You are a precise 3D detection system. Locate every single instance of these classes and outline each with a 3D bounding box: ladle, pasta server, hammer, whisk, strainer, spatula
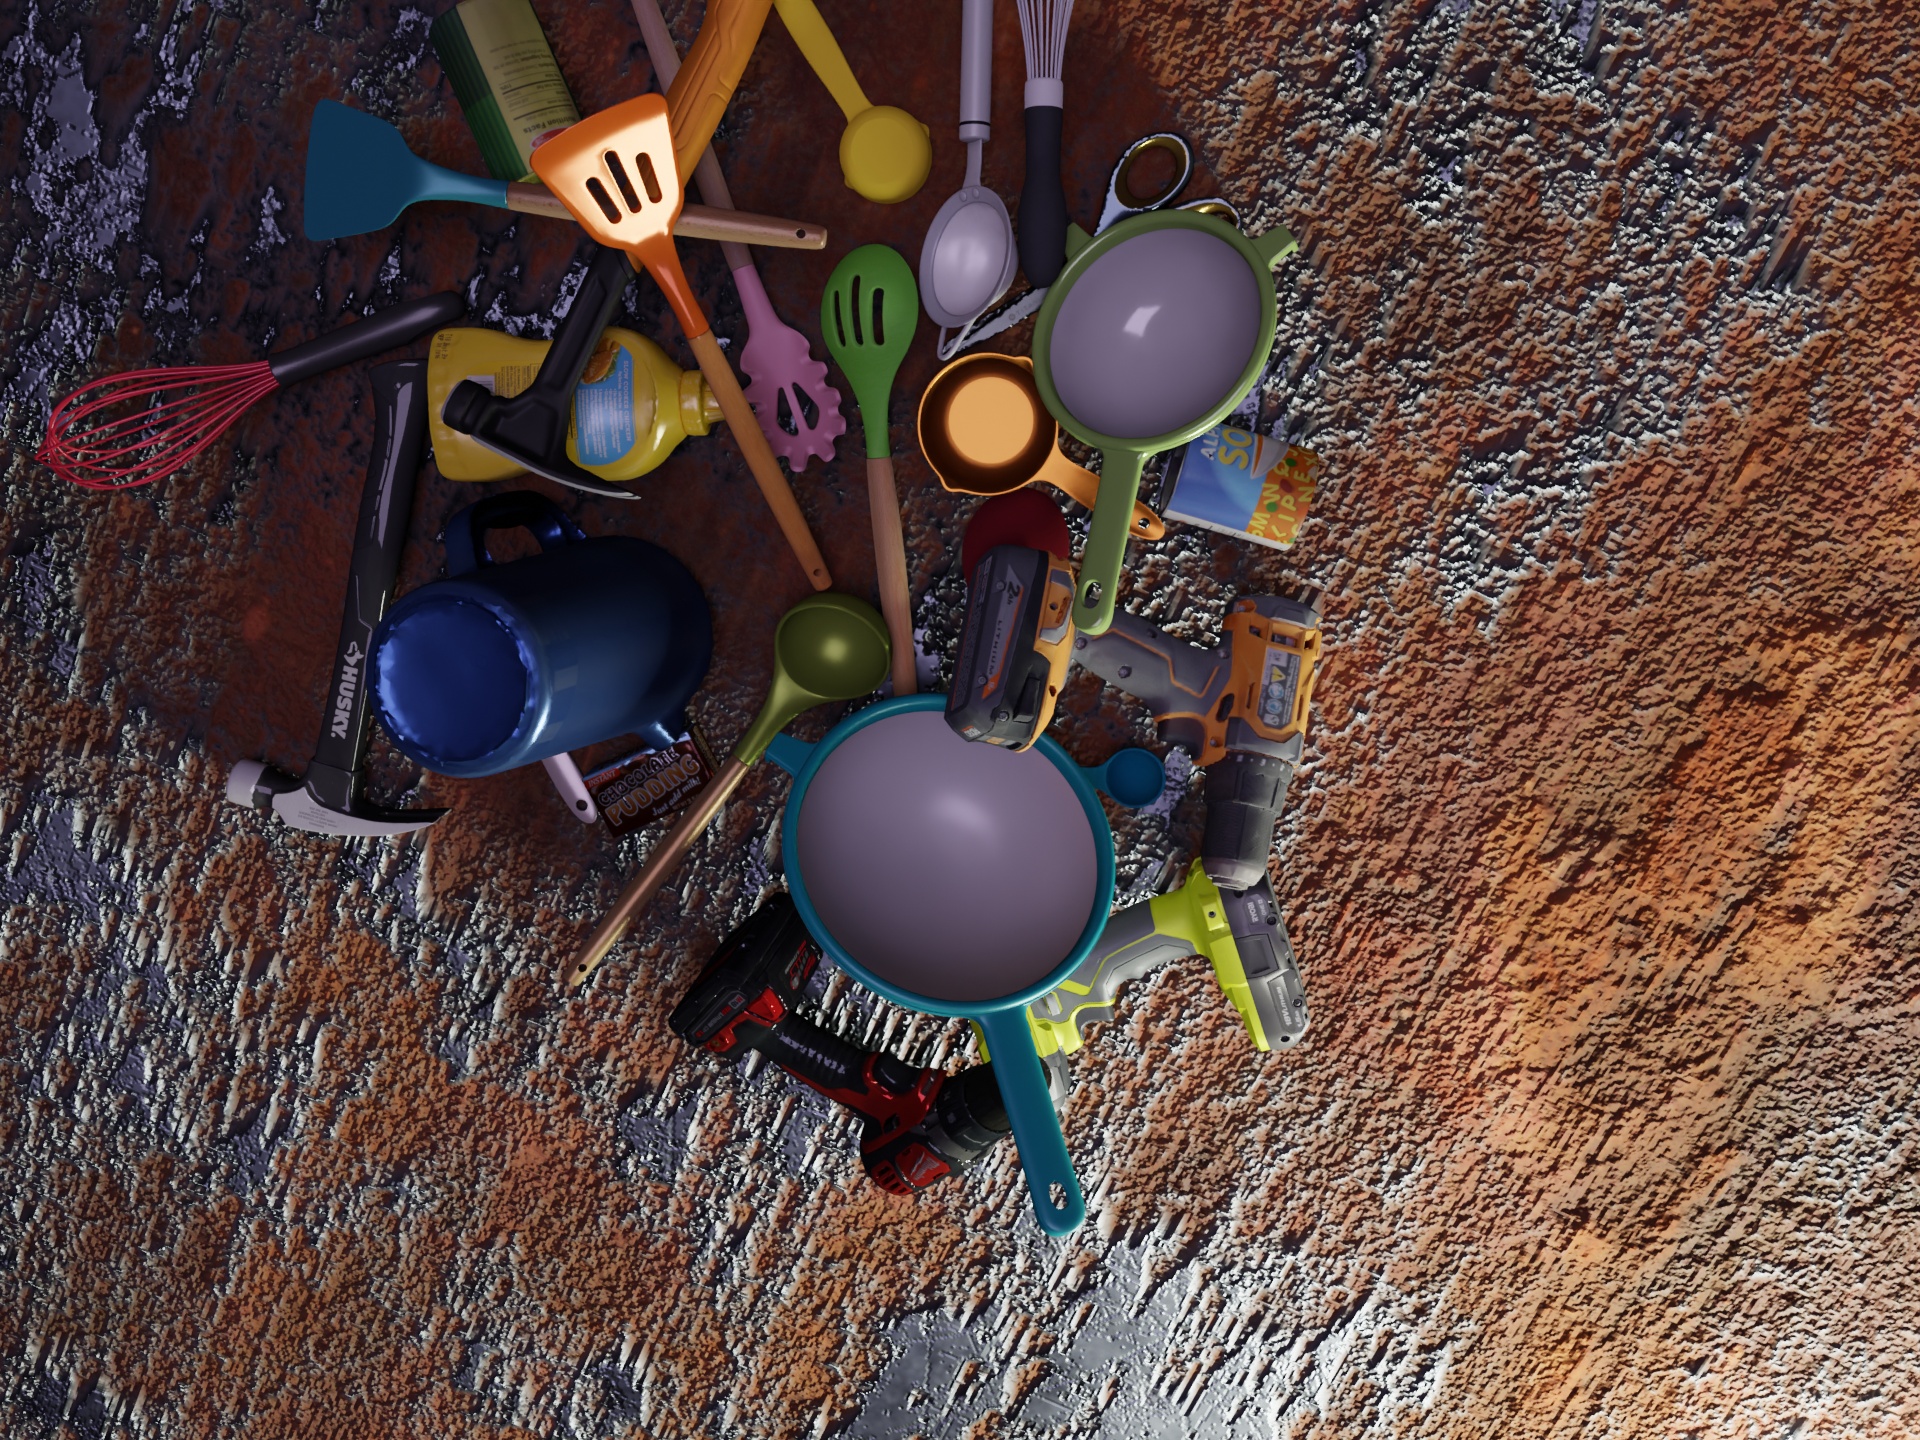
[{"bbox_3d":[-0.002,-0.003,1.064,0.069,0.031,0.315,19,106,-2],"label":"ladle"},{"bbox_3d":[-0.146,-0.309,0.990,0.060,0.040,0.316,-20,101,0],"label":"pasta server"},{"bbox_3d":[-0.186,-0.302,0.956,0.127,0.034,0.337,26,94,2],"label":"hammer"},{"bbox_3d":[0.050,-0.399,0.930,0.070,0.070,0.284,1,99,3],"label":"whisk"},{"bbox_3d":[0.003,0.152,0.988,0.211,0.095,0.341,-10,69,-21],"label":"strainer"},{"bbox_3d":[-0.159,0.049,1.041,0.078,0.062,0.320,38,91,-15],"label":"ladle"},{"bbox_3d":[-0.391,-0.079,1.064,0.146,0.035,0.334,16,104,0],"label":"hammer"},{"bbox_3d":[-0.456,-0.217,1.022,0.296,0.073,0.073,-20,102,3],"label":"whisk"},{"bbox_3d":[0.112,-0.171,0.949,0.151,0.069,0.256,10,85,29],"label":"strainer"},{"bbox_3d":[-0.144,-0.206,0.943,0.081,0.041,0.322,-28,123,-4],"label":"spatula"},{"bbox_3d":[-0.235,-0.304,0.932,0.317,0.044,0.082,8,98,-1],"label":"spatula"},{"bbox_3d":[0.011,-0.350,0.968,0.050,0.087,0.258,-6,101,-40],"label":"strainer"}]

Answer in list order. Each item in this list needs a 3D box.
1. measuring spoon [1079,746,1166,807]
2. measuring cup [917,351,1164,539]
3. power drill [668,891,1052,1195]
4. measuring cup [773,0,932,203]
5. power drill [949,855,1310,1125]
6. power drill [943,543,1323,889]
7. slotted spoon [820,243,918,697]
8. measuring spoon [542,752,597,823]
[{"bbox_3d":[0.075,0.036,1.077,0.128,0.021,0.042,0,105,13],"label":"measuring spoon"},{"bbox_3d":[0.054,-0.166,1.007,0.173,0.052,0.095,31,104,-6],"label":"measuring cup"},{"bbox_3d":[-0.062,0.218,1.062,0.226,0.080,0.188,40,135,-7],"label":"power drill"},{"bbox_3d":[-0.073,-0.389,0.969,0.062,0.029,0.156,-31,102,10],"label":"measuring cup"},{"bbox_3d":[0.114,0.181,1.079,0.223,0.080,0.171,-17,102,11],"label":"power drill"},{"bbox_3d":[0.109,-0.003,0.990,0.226,0.084,0.185,13,80,-12],"label":"power drill"},{"bbox_3d":[-0.048,-0.145,1.028,0.070,0.031,0.313,3,108,26],"label":"slotted spoon"},{"bbox_3d":[-0.284,0.019,1.089,0.034,0.018,0.124,-26,102,9],"label":"measuring spoon"}]
